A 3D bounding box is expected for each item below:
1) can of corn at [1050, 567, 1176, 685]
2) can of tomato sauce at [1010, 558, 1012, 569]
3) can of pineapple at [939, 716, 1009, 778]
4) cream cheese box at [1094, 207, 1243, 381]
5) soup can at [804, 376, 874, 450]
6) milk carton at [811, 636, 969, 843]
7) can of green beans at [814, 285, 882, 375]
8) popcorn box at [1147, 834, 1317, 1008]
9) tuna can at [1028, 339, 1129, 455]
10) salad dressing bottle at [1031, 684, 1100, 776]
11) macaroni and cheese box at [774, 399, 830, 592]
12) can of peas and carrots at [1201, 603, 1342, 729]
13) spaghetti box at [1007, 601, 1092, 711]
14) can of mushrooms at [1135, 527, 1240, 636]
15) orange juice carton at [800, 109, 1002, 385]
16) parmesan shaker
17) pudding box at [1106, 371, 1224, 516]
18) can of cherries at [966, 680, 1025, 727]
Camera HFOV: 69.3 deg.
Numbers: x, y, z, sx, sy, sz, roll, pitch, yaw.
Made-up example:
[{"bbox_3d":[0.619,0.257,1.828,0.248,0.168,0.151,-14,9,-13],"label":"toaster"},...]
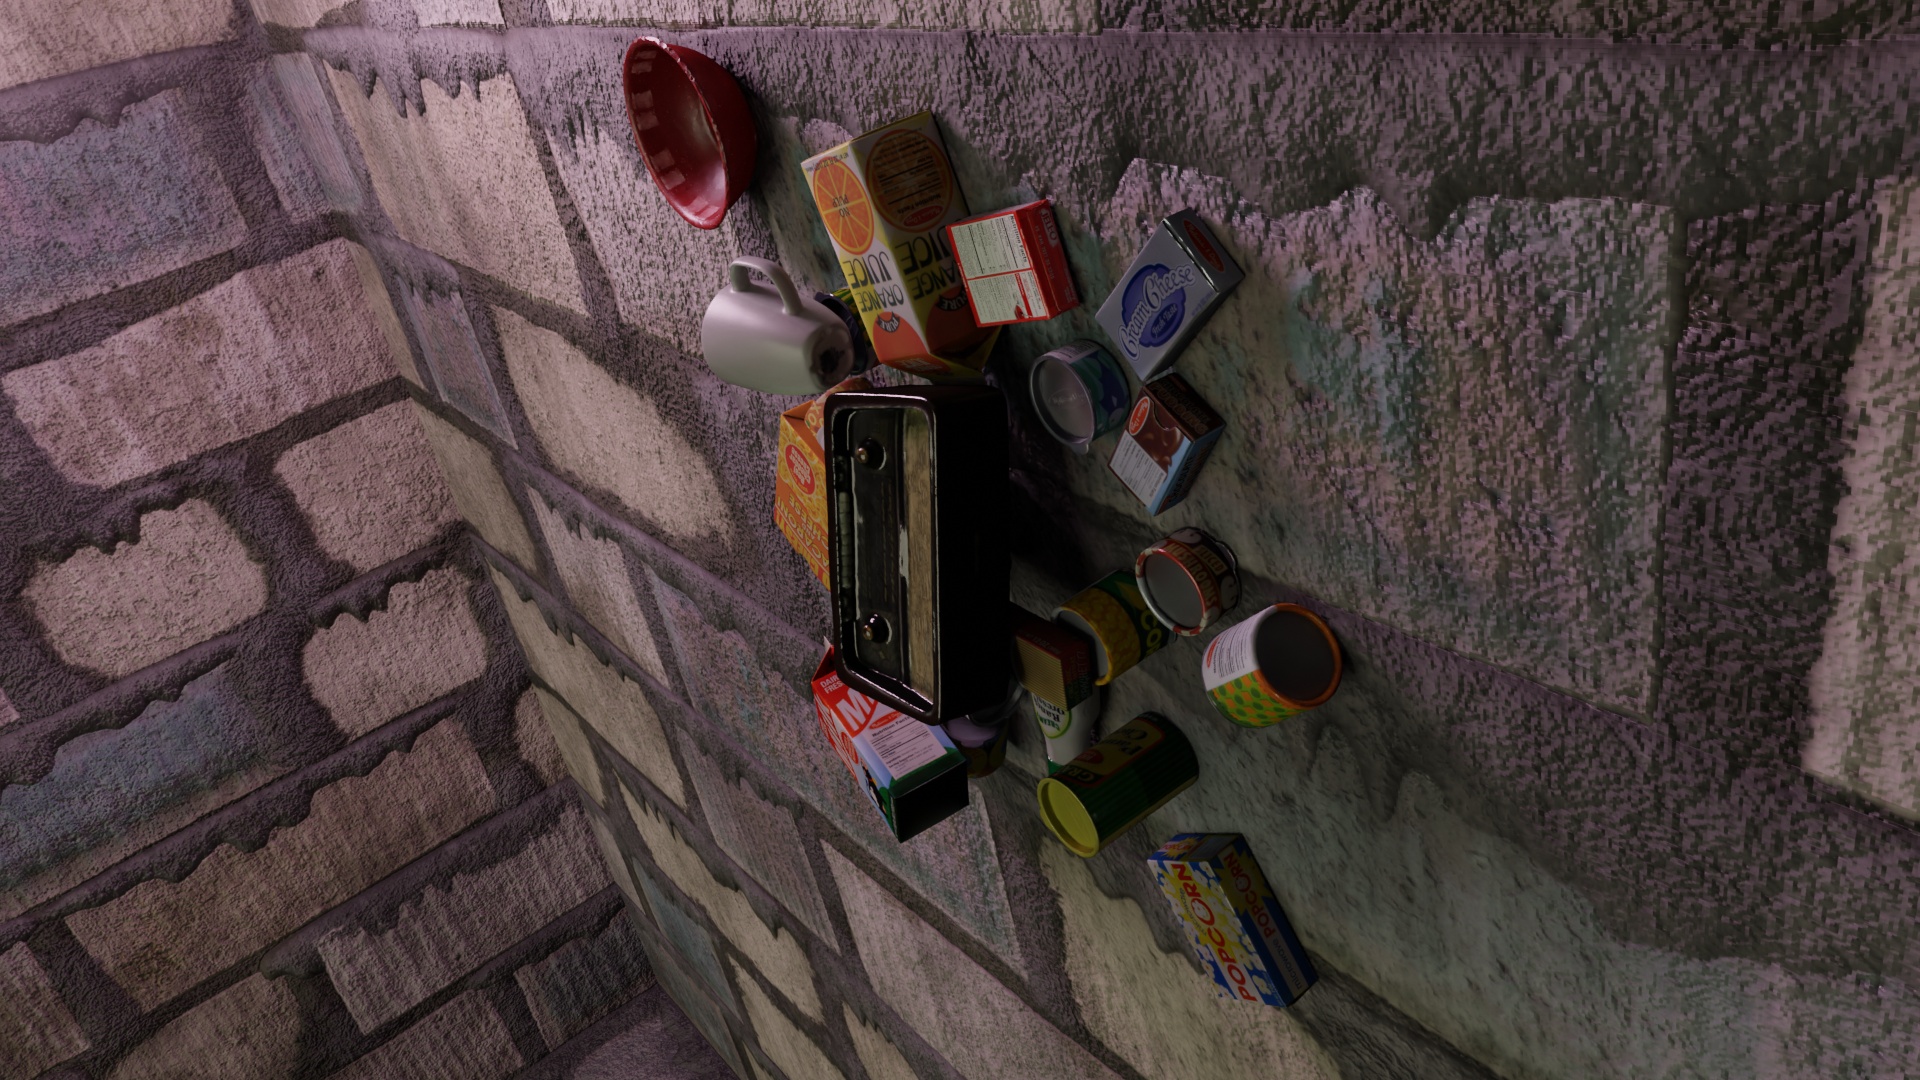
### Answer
[{"bbox_3d":[0.108,0.063,0.986,0.071,0.058,0.070,40,146,35],"label":"can of corn"},{"bbox_3d":[0.004,-0.014,1.083,0.071,0.071,0.082,34,141,41],"label":"can of tomato sauce"},{"bbox_3d":[0.009,0.172,1.243,0.071,0.071,0.057,42,148,33],"label":"can of pineapple"},{"bbox_3d":[0.120,-0.141,0.813,0.053,0.024,0.103,56,152,11],"label":"cream cheese box"},{"bbox_3d":[-0.083,-0.084,1.158,0.084,0.071,0.071,54,152,13],"label":"soup can"},{"bbox_3d":[-0.073,0.167,1.236,0.191,0.074,0.072,48,154,37],"label":"milk carton"},{"bbox_3d":[-0.069,-0.168,1.069,0.071,0.058,0.071,40,146,35],"label":"can of green beans"},{"bbox_3d":[0.204,0.287,1.054,0.126,0.038,0.085,62,153,-2],"label":"popcorn box"},{"bbox_3d":[0.079,-0.095,0.916,0.071,0.033,0.070,40,146,35],"label":"tuna can"},{"bbox_3d":[0.085,0.143,1.115,0.064,0.044,0.146,34,142,43],"label":"salad dressing bottle"},{"bbox_3d":[-0.126,-0.033,1.311,0.124,0.040,0.165,49,150,23],"label":"macaroni and cheese box"},{"bbox_3d":[0.193,0.078,0.852,0.071,0.071,0.058,58,152,6],"label":"can of peas and carrots"},{"bbox_3d":[0.000,0.055,1.049,0.250,0.029,0.050,27,137,43],"label":"spaghetti box"},{"bbox_3d":[0.149,0.026,0.910,0.071,0.033,0.070,41,146,35],"label":"can of mushrooms"},{"bbox_3d":[-0.032,-0.190,0.970,0.072,0.073,0.192,3,119,57],"label":"orange juice carton"},{"bbox_3d":[0.116,0.180,1.033,0.071,0.103,0.071,39,145,35],"label":"parmesan shaker"},{"bbox_3d":[0.127,-0.059,0.871,0.050,0.030,0.083,51,151,21],"label":"pudding box"},{"bbox_3d":[0.015,0.118,1.186,0.058,0.072,0.071,36,144,39],"label":"can of cherries"}]
